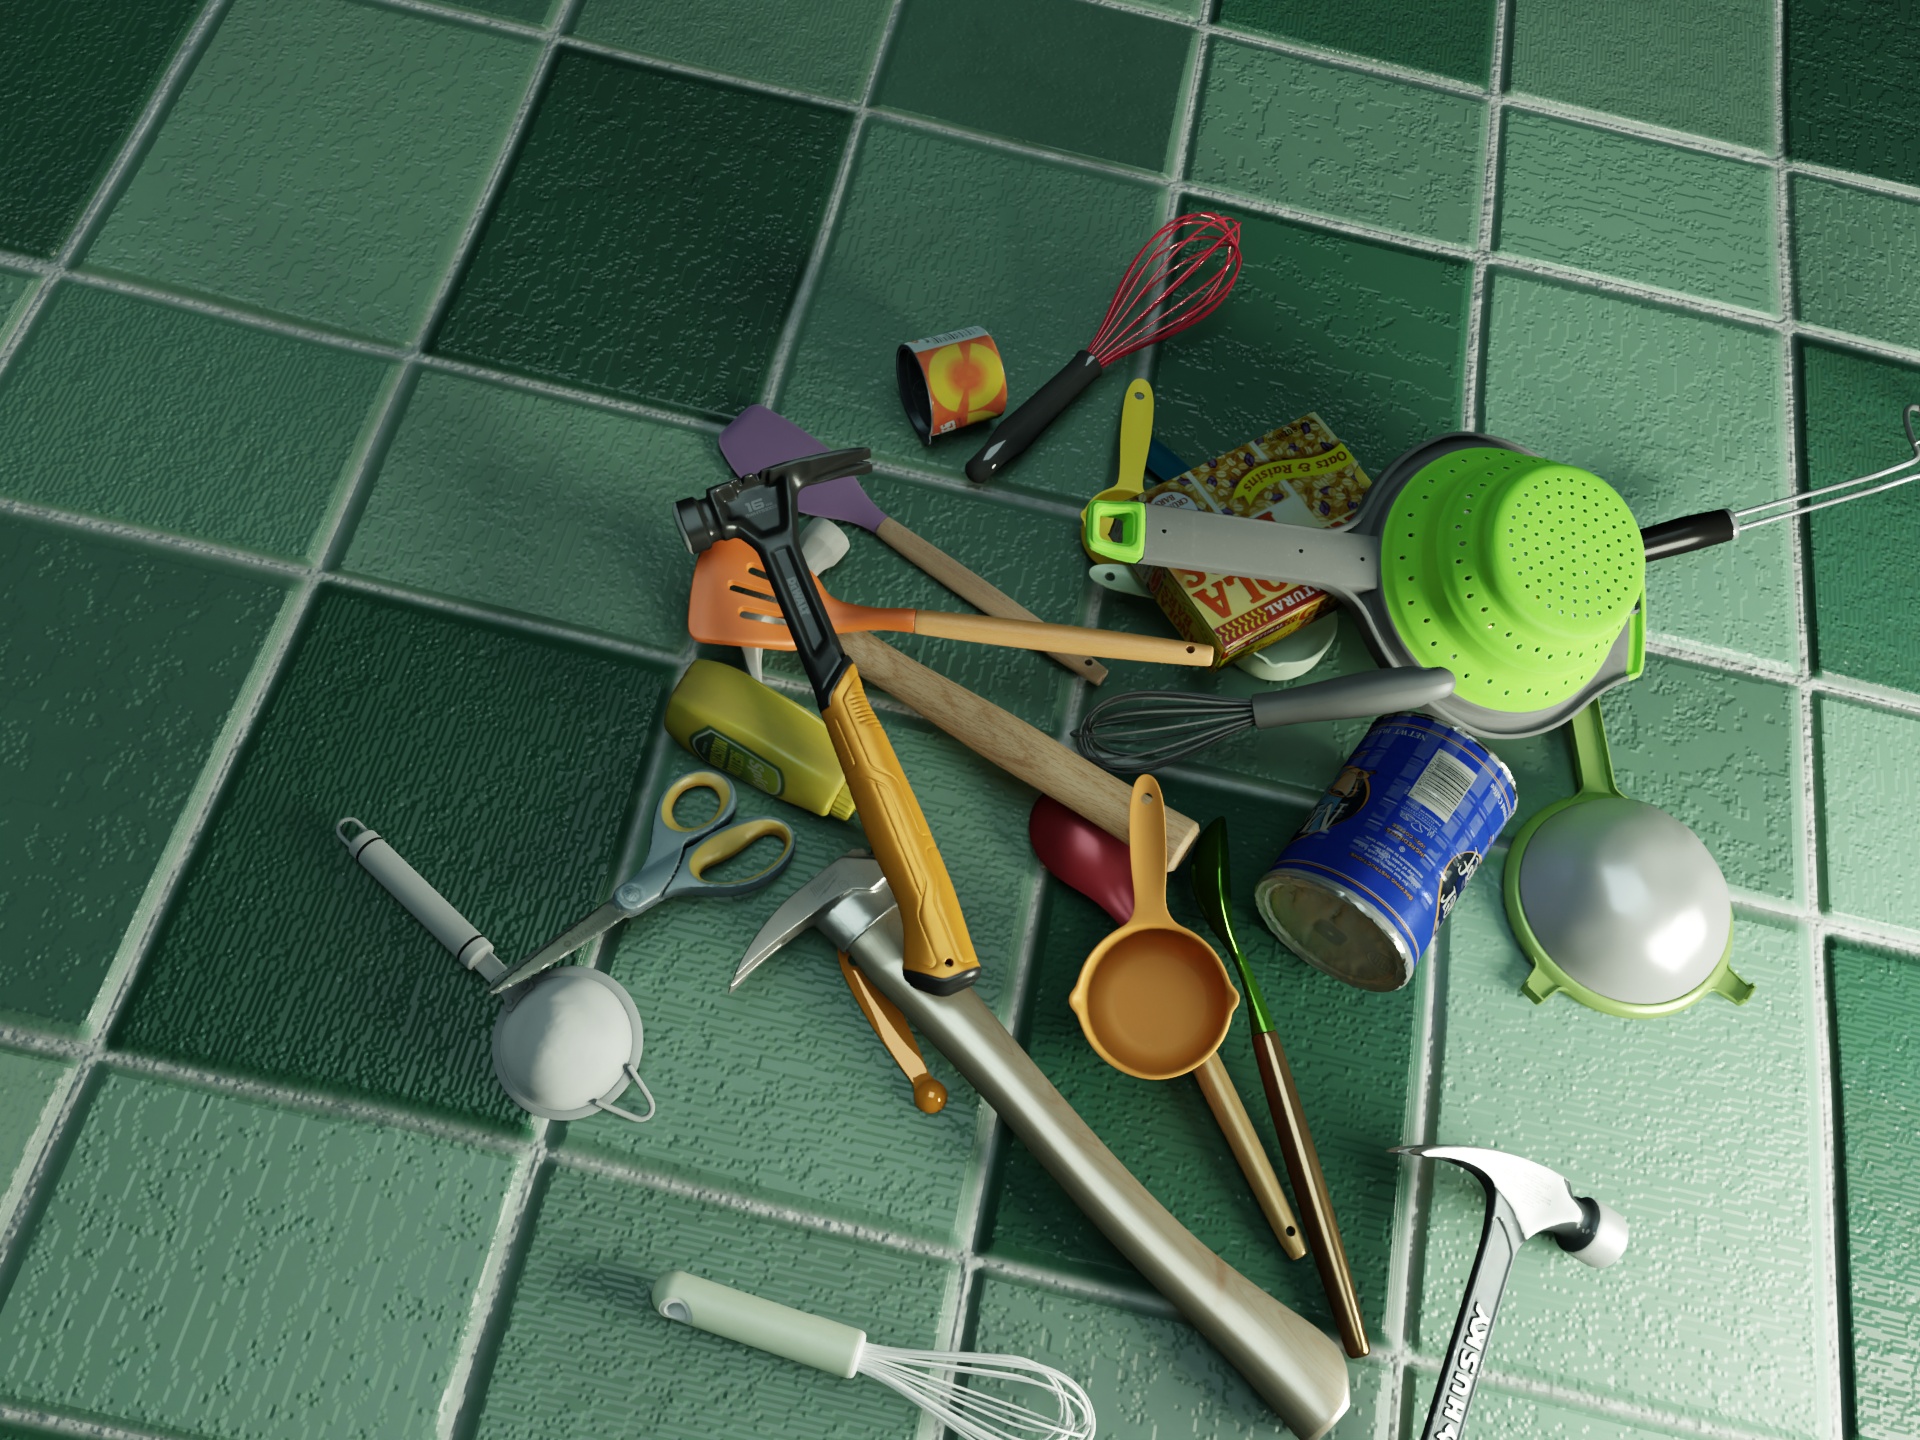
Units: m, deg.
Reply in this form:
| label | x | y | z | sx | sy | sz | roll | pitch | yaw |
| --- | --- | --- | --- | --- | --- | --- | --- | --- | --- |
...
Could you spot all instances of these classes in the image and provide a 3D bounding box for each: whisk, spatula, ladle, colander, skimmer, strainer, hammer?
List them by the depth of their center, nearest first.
| label | x | y | z | sx | sy | sz | roll | pitch | yaw |
| --- | --- | --- | --- | --- | --- | --- | --- | --- | --- |
| hammer | 0.234 | 0.416 | 0.828 | 0.149 | 0.036 | 0.409 | 32 | 67 | -13 |
| whisk | -0.047 | 0.339 | 0.845 | 0.246 | 0.057 | 0.059 | 17 | 30 | 4 |
| hammer | 0.049 | 0.241 | 0.895 | 0.146 | 0.038 | 0.411 | -37 | 75 | -30 |
| strainer | -0.274 | 0.139 | 0.913 | 0.258 | 0.050 | 0.087 | 39 | 81 | 15 |
| hammer | -0.057 | -0.002 | 0.935 | 0.127 | 0.034 | 0.337 | -20 | 75 | -8 |
| ladle | 0.128 | 0.170 | 0.952 | 0.069 | 0.031 | 0.316 | -22 | 71 | -11 |
| colander | 0.276 | -0.104 | 0.976 | 0.397 | 0.094 | 0.204 | 6 | 78 | -14 |
| spatula | -0.004 | -0.062 | 0.985 | 0.322 | 0.041 | 0.081 | 7 | 69 | 4 |
| whisk | 0.185 | -0.006 | 0.989 | 0.239 | 0.055 | 0.055 | -10 | 64 | 15 |
| hammer | -0.002 | -0.003 | 0.995 | 0.331 | 0.031 | 0.130 | 32 | 68 | 17 |
| strainer | 0.423 | 0.057 | 1.015 | 0.151 | 0.069 | 0.257 | 2 | 66 | -6 |
| spatula | -0.034 | -0.115 | 1.071 | 0.316 | 0.018 | 0.060 | 35 | 67 | 11 |
| whisk | 0.105 | -0.268 | 1.139 | 0.073 | 0.073 | 0.296 | 41 | 72 | 12 |
| skimmer | 0.605 | -0.144 | 1.155 | 0.363 | 0.090 | 0.127 | -15 | 70 | -2 |

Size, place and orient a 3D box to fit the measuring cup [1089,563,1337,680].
| label | x | y | z | sx | sy | sz | roll | pitch | yaw |
| --- | --- | --- | --- | --- | --- | --- | --- | --- | --- |
| measuring cup | 0.166 | -0.073 | 1.065 | 0.167 | 0.038 | 0.083 | 13 | 63 | 3 |

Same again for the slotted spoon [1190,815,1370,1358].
| label | x | y | z | sx | sy | sz | roll | pitch | yaw |
| --- | --- | --- | --- | --- | --- | --- | --- | --- | --- |
| slotted spoon | 0.184 | 0.208 | 0.930 | 0.031 | 0.070 | 0.314 | -18 | 72 | 10 |

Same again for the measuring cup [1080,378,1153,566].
| label | x | y | z | sx | sy | sz | roll | pitch | yaw |
| --- | --- | --- | --- | --- | --- | --- | --- | --- | --- |
| measuring cup | 0.117 | -0.171 | 1.112 | 0.062 | 0.029 | 0.157 | 10 | 62 | -2 |

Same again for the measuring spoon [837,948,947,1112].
| label | x | y | z | sx | sy | sz | roll | pitch | yaw |
| --- | --- | --- | --- | --- | --- | --- | --- | --- | --- |
| measuring spoon | -0.041 | 0.177 | 0.935 | 0.021 | 0.011 | 0.117 | -26 | 70 | -17 |

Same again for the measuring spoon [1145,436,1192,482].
| label | x | y | z | sx | sy | sz | roll | pitch | yaw |
| --- | --- | --- | --- | --- | --- | --- | --- | --- | --- |
| measuring spoon | 0.161 | -0.162 | 1.120 | 0.042 | 0.021 | 0.129 | -41 | 66 | -7 |

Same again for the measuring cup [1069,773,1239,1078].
| label | x | y | z | sx | sy | sz | roll | pitch | yaw |
| --- | --- | --- | --- | --- | --- | --- | --- | --- | --- |
| measuring cup | 0.113 | 0.121 | 0.926 | 0.095 | 0.052 | 0.174 | -3 | 75 | 11 |
